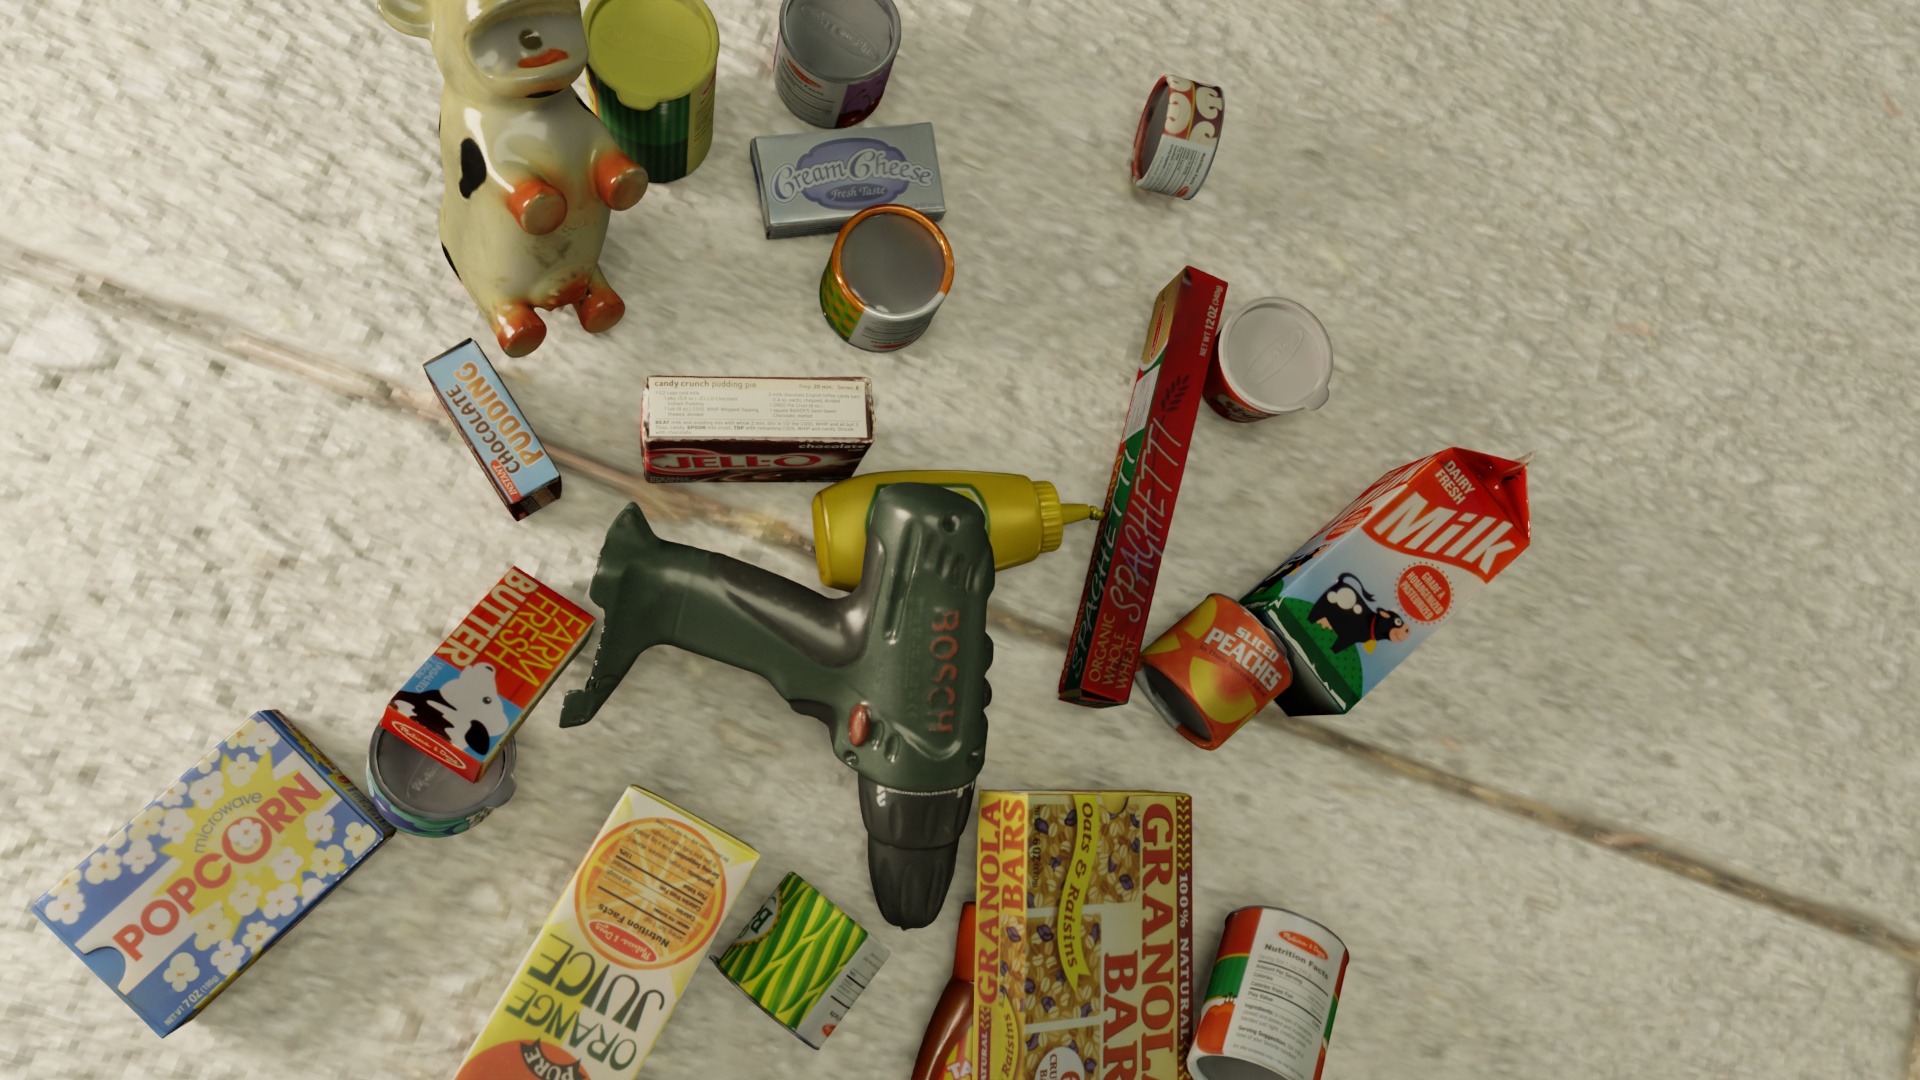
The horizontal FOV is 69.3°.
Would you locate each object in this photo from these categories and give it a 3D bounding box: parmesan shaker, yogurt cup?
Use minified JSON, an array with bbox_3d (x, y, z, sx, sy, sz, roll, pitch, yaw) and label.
[{"bbox_3d":[-0.161,-0.233,0.721,0.071,0.103,0.071,2,80,-12],"label":"parmesan shaker"},{"bbox_3d":[0.171,-0.100,0.796,0.072,0.054,0.072,2,80,-12],"label":"yogurt cup"}]

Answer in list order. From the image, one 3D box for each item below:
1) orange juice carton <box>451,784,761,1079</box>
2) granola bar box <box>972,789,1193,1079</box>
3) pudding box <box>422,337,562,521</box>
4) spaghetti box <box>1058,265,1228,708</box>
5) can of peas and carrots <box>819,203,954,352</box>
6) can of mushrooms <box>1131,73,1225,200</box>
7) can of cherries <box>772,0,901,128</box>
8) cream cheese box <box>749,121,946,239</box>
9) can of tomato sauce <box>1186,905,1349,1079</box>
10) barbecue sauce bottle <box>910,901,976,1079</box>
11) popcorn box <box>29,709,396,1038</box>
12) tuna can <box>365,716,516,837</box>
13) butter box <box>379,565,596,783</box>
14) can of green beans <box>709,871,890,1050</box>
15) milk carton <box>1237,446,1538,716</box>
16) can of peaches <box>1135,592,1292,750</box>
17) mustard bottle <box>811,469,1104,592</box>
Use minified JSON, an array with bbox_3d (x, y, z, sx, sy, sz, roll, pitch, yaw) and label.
[{"bbox_3d":[-0.175,0.216,0.658,0.073,0.071,0.193,31,76,-6],"label":"orange juice carton"},{"bbox_3d":[0.065,0.210,0.702,0.124,0.039,0.165,9,77,-40],"label":"granola bar box"},{"bbox_3d":[-0.235,-0.055,0.703,0.030,0.049,0.083,-32,89,-17],"label":"pudding box"},{"bbox_3d":[0.101,-0.028,0.771,0.029,0.050,0.250,17,78,-8],"label":"spaghetti box"},{"bbox_3d":[-0.042,-0.144,0.755,0.071,0.058,0.071,2,80,-12],"label":"can of peas and carrots"},{"bbox_3d":[0.125,-0.235,0.804,0.033,0.071,0.071,11,79,-9],"label":"can of mushrooms"},{"bbox_3d":[-0.068,-0.273,0.771,0.071,0.058,0.071,2,80,-11],"label":"can of cherries"},{"bbox_3d":[-0.062,-0.201,0.778,0.104,0.024,0.053,-9,82,-14],"label":"cream cheese box"},{"bbox_3d":[0.158,0.243,0.717,0.071,0.071,0.083,32,52,-6],"label":"can of tomato sauce"},{"bbox_3d":[0.008,0.261,0.705,0.065,0.043,0.149,11,78,-11],"label":"barbecue sauce bottle"},{"bbox_3d":[-0.344,0.152,0.650,0.085,0.038,0.127,46,74,-3],"label":"popcorn box"},{"bbox_3d":[-0.248,0.109,0.670,0.071,0.032,0.071,12,58,-19],"label":"tuna can"},{"bbox_3d":[-0.226,0.063,0.673,0.053,0.024,0.104,33,44,-5],"label":"butter box"},{"bbox_3d":[-0.077,0.206,0.685,0.071,0.071,0.058,40,75,-3],"label":"can of green beans"},{"bbox_3d":[0.245,0.012,0.784,0.191,0.072,0.073,-38,90,-15],"label":"milk carton"},{"bbox_3d":[0.136,0.071,0.751,0.058,0.071,0.071,-37,90,-14],"label":"can of peaches"},{"bbox_3d":[0.003,-0.009,0.747,0.160,0.048,0.065,-7,88,-13],"label":"mustard bottle"}]
